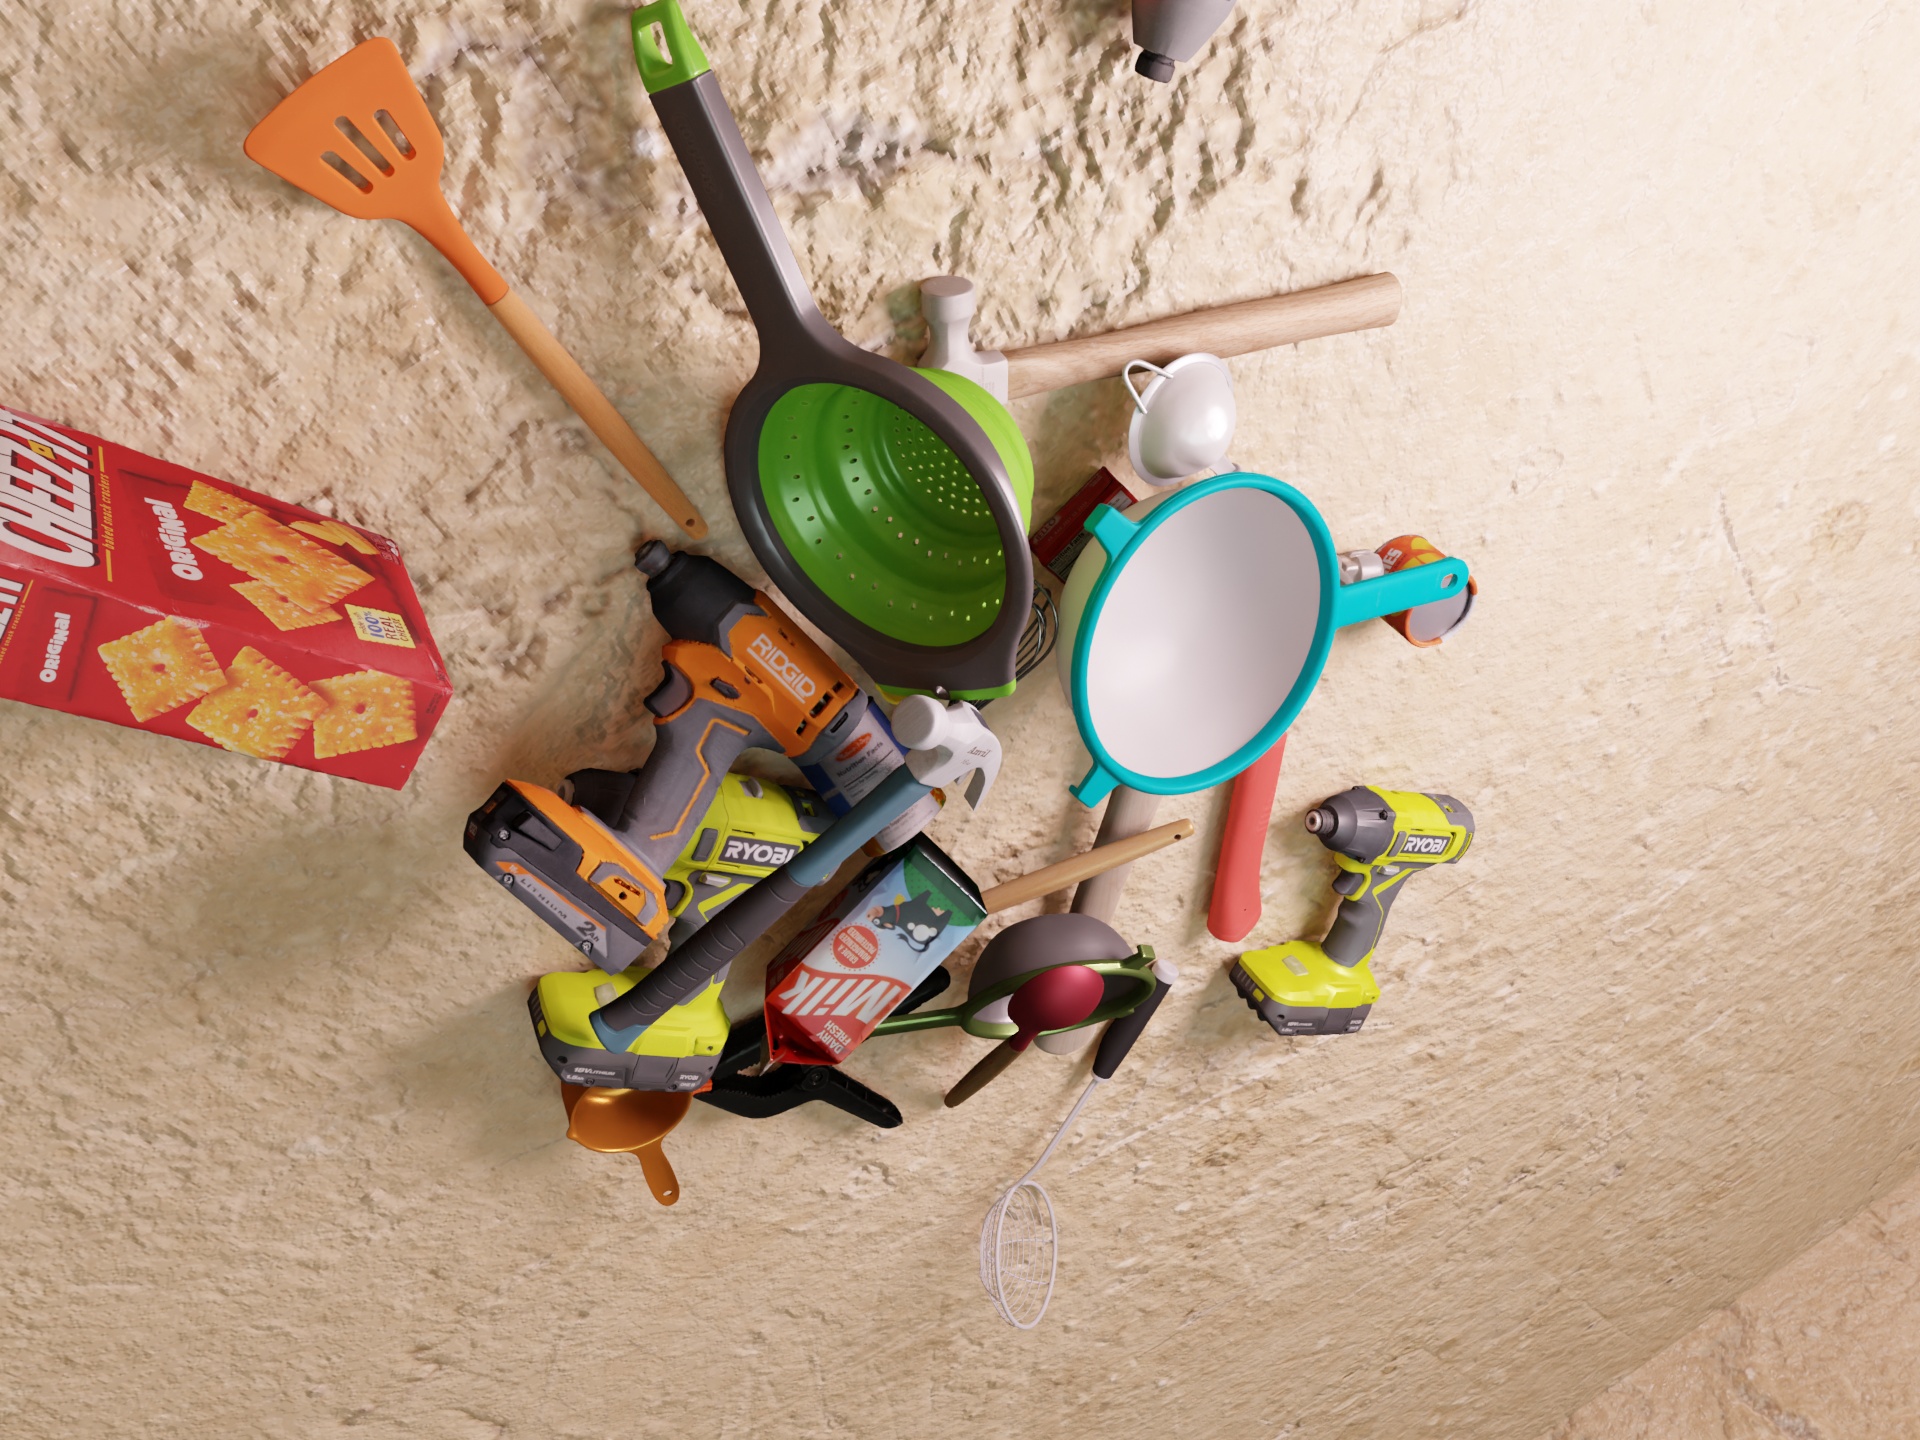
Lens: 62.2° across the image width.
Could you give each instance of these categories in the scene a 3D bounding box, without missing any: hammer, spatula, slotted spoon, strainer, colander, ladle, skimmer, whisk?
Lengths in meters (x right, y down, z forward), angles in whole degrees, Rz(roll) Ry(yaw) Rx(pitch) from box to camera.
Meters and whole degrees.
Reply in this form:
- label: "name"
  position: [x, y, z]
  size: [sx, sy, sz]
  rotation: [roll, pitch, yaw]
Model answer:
- label: "hammer"
  position: [0.129, -0.230, 0.980]
  size: [0.331, 0.031, 0.130]
  rotation: [-15, 130, -19]
- label: "spatula"
  position: [-0.219, -0.195, 0.809]
  size: [0.081, 0.041, 0.322]
  rotation: [-38, 134, 1]
- label: "slotted spoon"
  position: [0.024, 0.134, 1.169]
  size: [0.314, 0.031, 0.070]
  rotation: [-21, 124, 2]
- label: "strainer"
  position: [0.188, -0.079, 1.048]
  size: [0.340, 0.095, 0.210]
  rotation: [-15, 119, -30]
- label: "strainer"
  position: [0.175, -0.160, 1.028]
  size: [0.087, 0.050, 0.258]
  rotation: [-54, 146, 4]
- label: "colander"
  position: [-0.056, -0.197, 0.860]
  size: [0.094, 0.204, 0.396]
  rotation: [-47, 125, -37]
- label: "strainer"
  position: [0.016, 0.193, 1.195]
  size: [0.256, 0.069, 0.151]
  rotation: [-8, 154, -5]
- label: "hammer"
  position: [0.105, 0.109, 1.214]
  size: [0.146, 0.038, 0.410]
  rotation: [6, 127, -11]
- label: "hammer"
  position: [0.225, 0.033, 1.234]
  size: [0.149, 0.037, 0.358]
  rotation: [-12, 129, -21]
- label: "ladle"
  position: [0.034, 0.252, 1.212]
  size: [0.069, 0.031, 0.315]
  rotation: [1, 153, -18]
- label: "skimmer"
  position: [0.117, 0.375, 1.402]
  size: [0.363, 0.090, 0.127]
  rotation: [-61, 160, 19]
- label: "whisk"
  position: [-0.002, -0.003, 1.037]
  size: [0.058, 0.059, 0.246]
  rotation: [-35, 163, -46]
- label: "hammer"
  position: [-0.107, 0.100, 0.962]
  size: [0.331, 0.033, 0.128]
  rotation: [-40, 156, 17]

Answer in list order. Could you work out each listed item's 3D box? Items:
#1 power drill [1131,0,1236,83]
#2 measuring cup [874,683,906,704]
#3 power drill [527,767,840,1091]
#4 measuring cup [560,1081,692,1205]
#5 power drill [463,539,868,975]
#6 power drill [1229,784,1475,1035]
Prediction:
- label: "power drill"
  position: [0.057, -0.404, 0.779]
  size: [0.219, 0.079, 0.143]
  rotation: [0, 124, -33]
- label: "measuring cup"
  position: [-0.035, -0.007, 1.073]
  size: [0.062, 0.029, 0.156]
  rotation: [-17, 143, -18]
- label: "power drill"
  position: [-0.199, 0.131, 1.048]
  size: [0.190, 0.080, 0.228]
  rotation: [12, 115, -33]
- label: "measuring cup"
  position: [-0.237, 0.292, 1.167]
  size: [0.095, 0.052, 0.173]
  rotation: [-21, 134, -14]
- label: "power drill"
  position: [-0.181, 0.015, 0.926]
  size: [0.164, 0.084, 0.226]
  rotation: [46, 76, -21]
- label: "power drill"
  position: [0.326, 0.159, 1.363]
  size: [0.171, 0.080, 0.223]
  rotation: [5, 117, -33]
